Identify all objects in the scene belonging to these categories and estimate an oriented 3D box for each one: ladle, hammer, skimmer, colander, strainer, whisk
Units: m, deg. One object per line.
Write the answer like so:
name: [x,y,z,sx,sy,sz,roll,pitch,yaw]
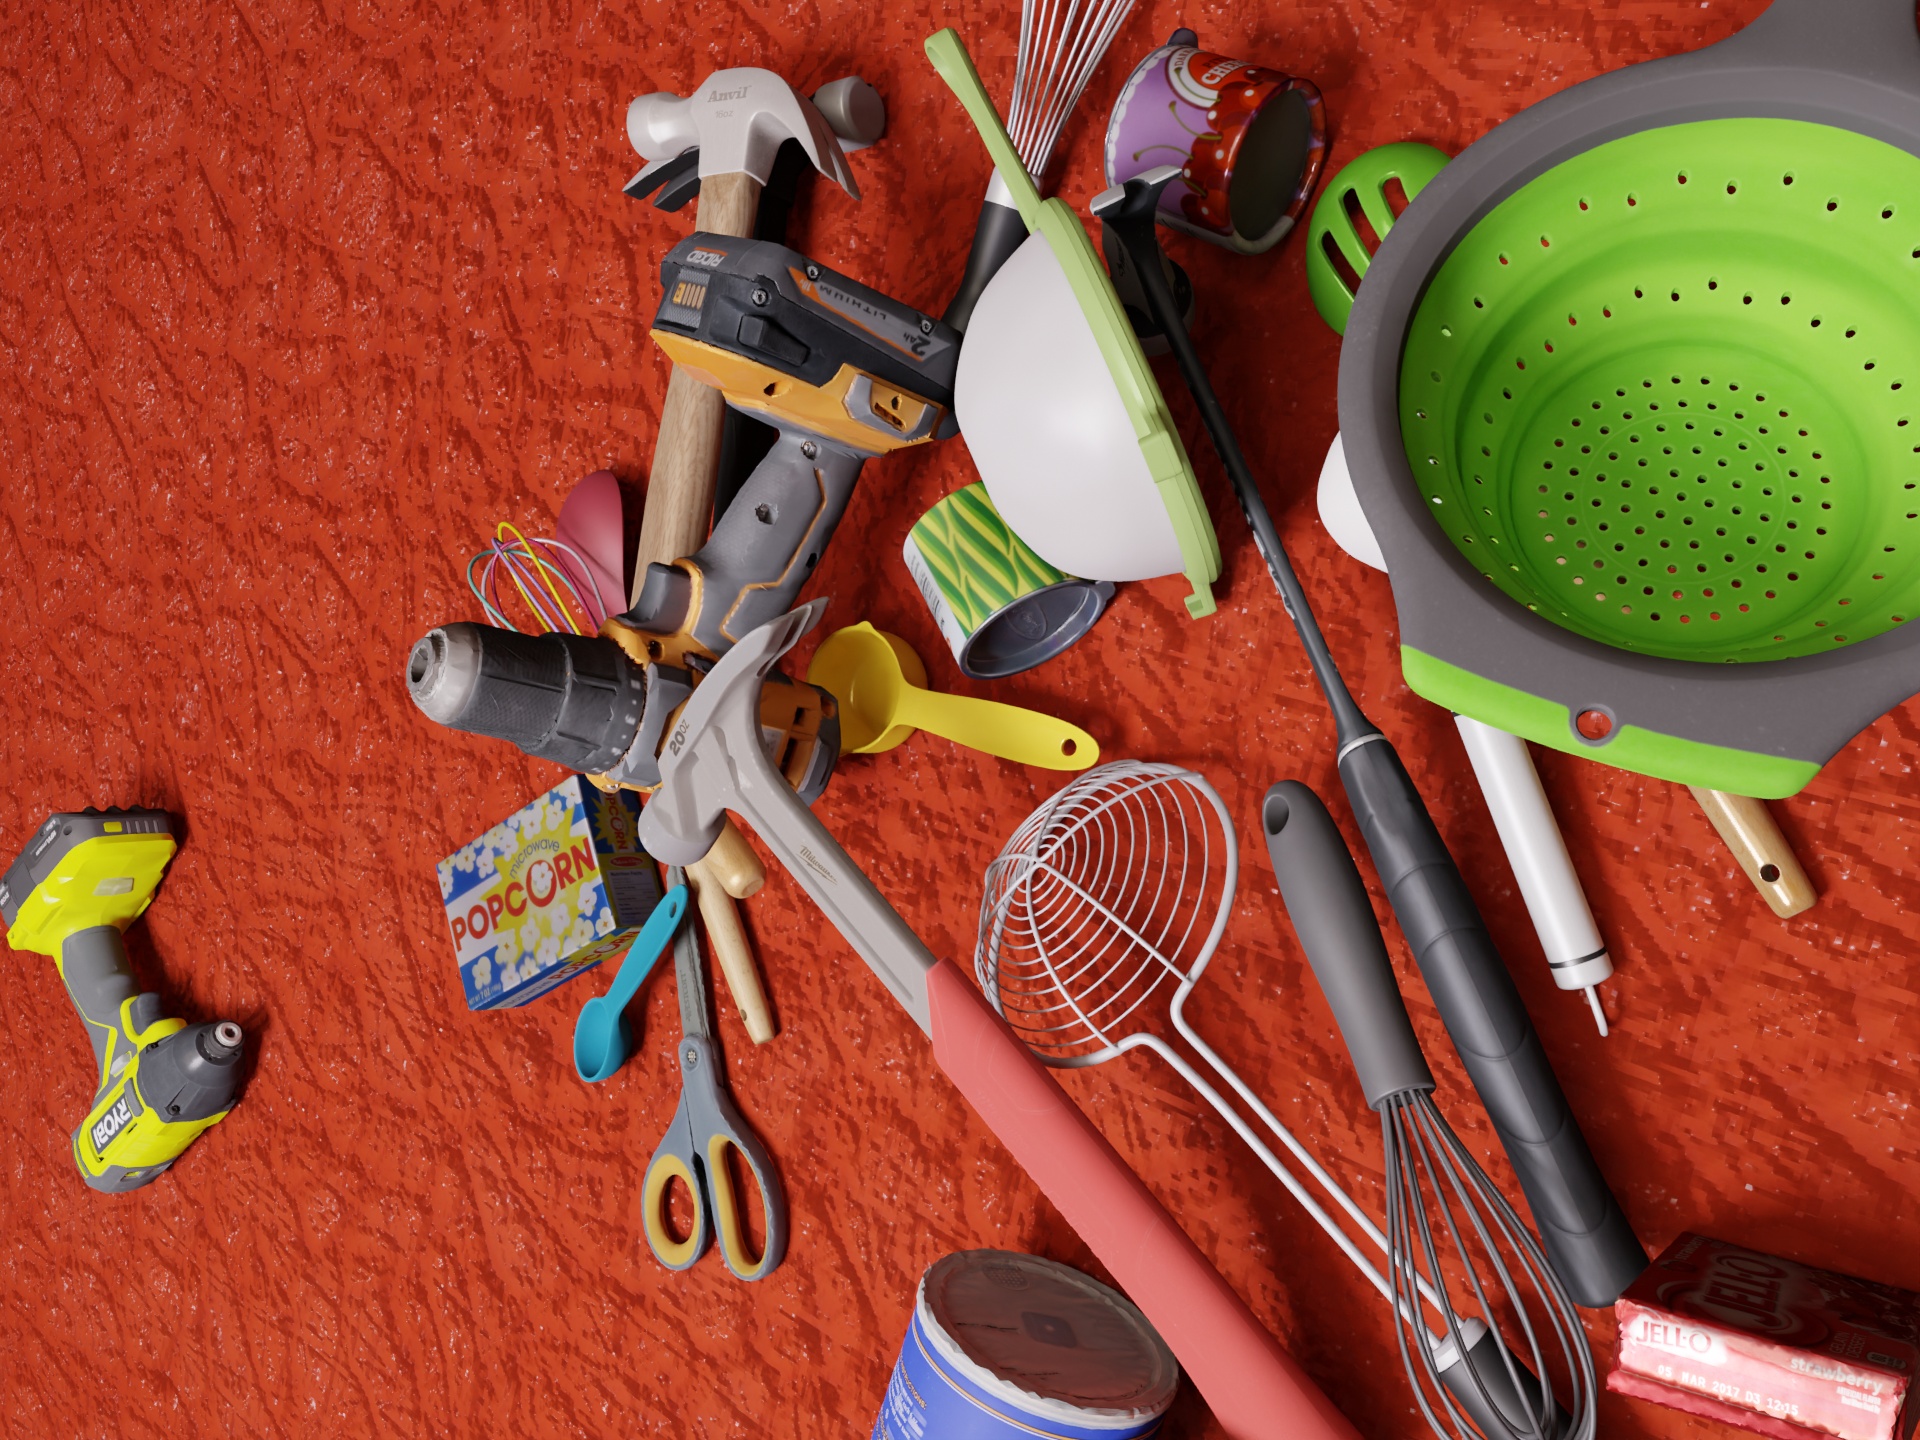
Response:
ladle: [-0.150,0.012,0.796,0.069,0.031,0.316,-42,65,48]
hammer: [0.022,0.127,0.565,0.359,0.037,0.149,49,136,9]
skimmer: [0.138,0.164,0.572,0.127,0.090,0.363,-47,71,15]
colander: [0.251,-0.159,0.487,0.204,0.094,0.397,19,79,22]
hammer: [-0.108,-0.134,0.774,0.146,0.035,0.335,0,87,36]
strainer: [0.017,-0.154,0.602,0.069,0.151,0.257,-25,71,6]
whisk: [0.034,-0.256,0.671,0.070,0.070,0.284,29,109,34]
whisk: [-0.166,-0.011,0.762,0.245,0.051,0.047,49,123,25]
whisk: [0.143,0.123,0.520,0.055,0.055,0.239,-34,54,29]
strainer: [0.170,-0.016,0.541,0.050,0.087,0.258,-21,84,10]
hammer: [-0.120,-0.137,0.727,0.130,0.031,0.331,5,84,34]
hammer: [0.133,-0.005,0.543,0.036,0.149,0.409,-24,79,7]

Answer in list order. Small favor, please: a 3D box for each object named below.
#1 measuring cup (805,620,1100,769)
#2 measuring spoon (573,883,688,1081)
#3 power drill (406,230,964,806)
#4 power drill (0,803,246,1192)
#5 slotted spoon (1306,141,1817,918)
measuring cup: [-0.001,-0.002,0.690,0.157,0.029,0.062,15,95,34]
measuring spoon: [-0.157,0.130,0.789,0.128,0.021,0.042,-56,41,25]
power drill: [-0.108,-0.078,0.643,0.084,0.185,0.226,27,99,48]
power drill: [-0.545,0.174,1.048,0.171,0.080,0.223,-41,68,28]
slotted spoon: [0.201,-0.076,0.547,0.070,0.031,0.314,-38,67,35]
